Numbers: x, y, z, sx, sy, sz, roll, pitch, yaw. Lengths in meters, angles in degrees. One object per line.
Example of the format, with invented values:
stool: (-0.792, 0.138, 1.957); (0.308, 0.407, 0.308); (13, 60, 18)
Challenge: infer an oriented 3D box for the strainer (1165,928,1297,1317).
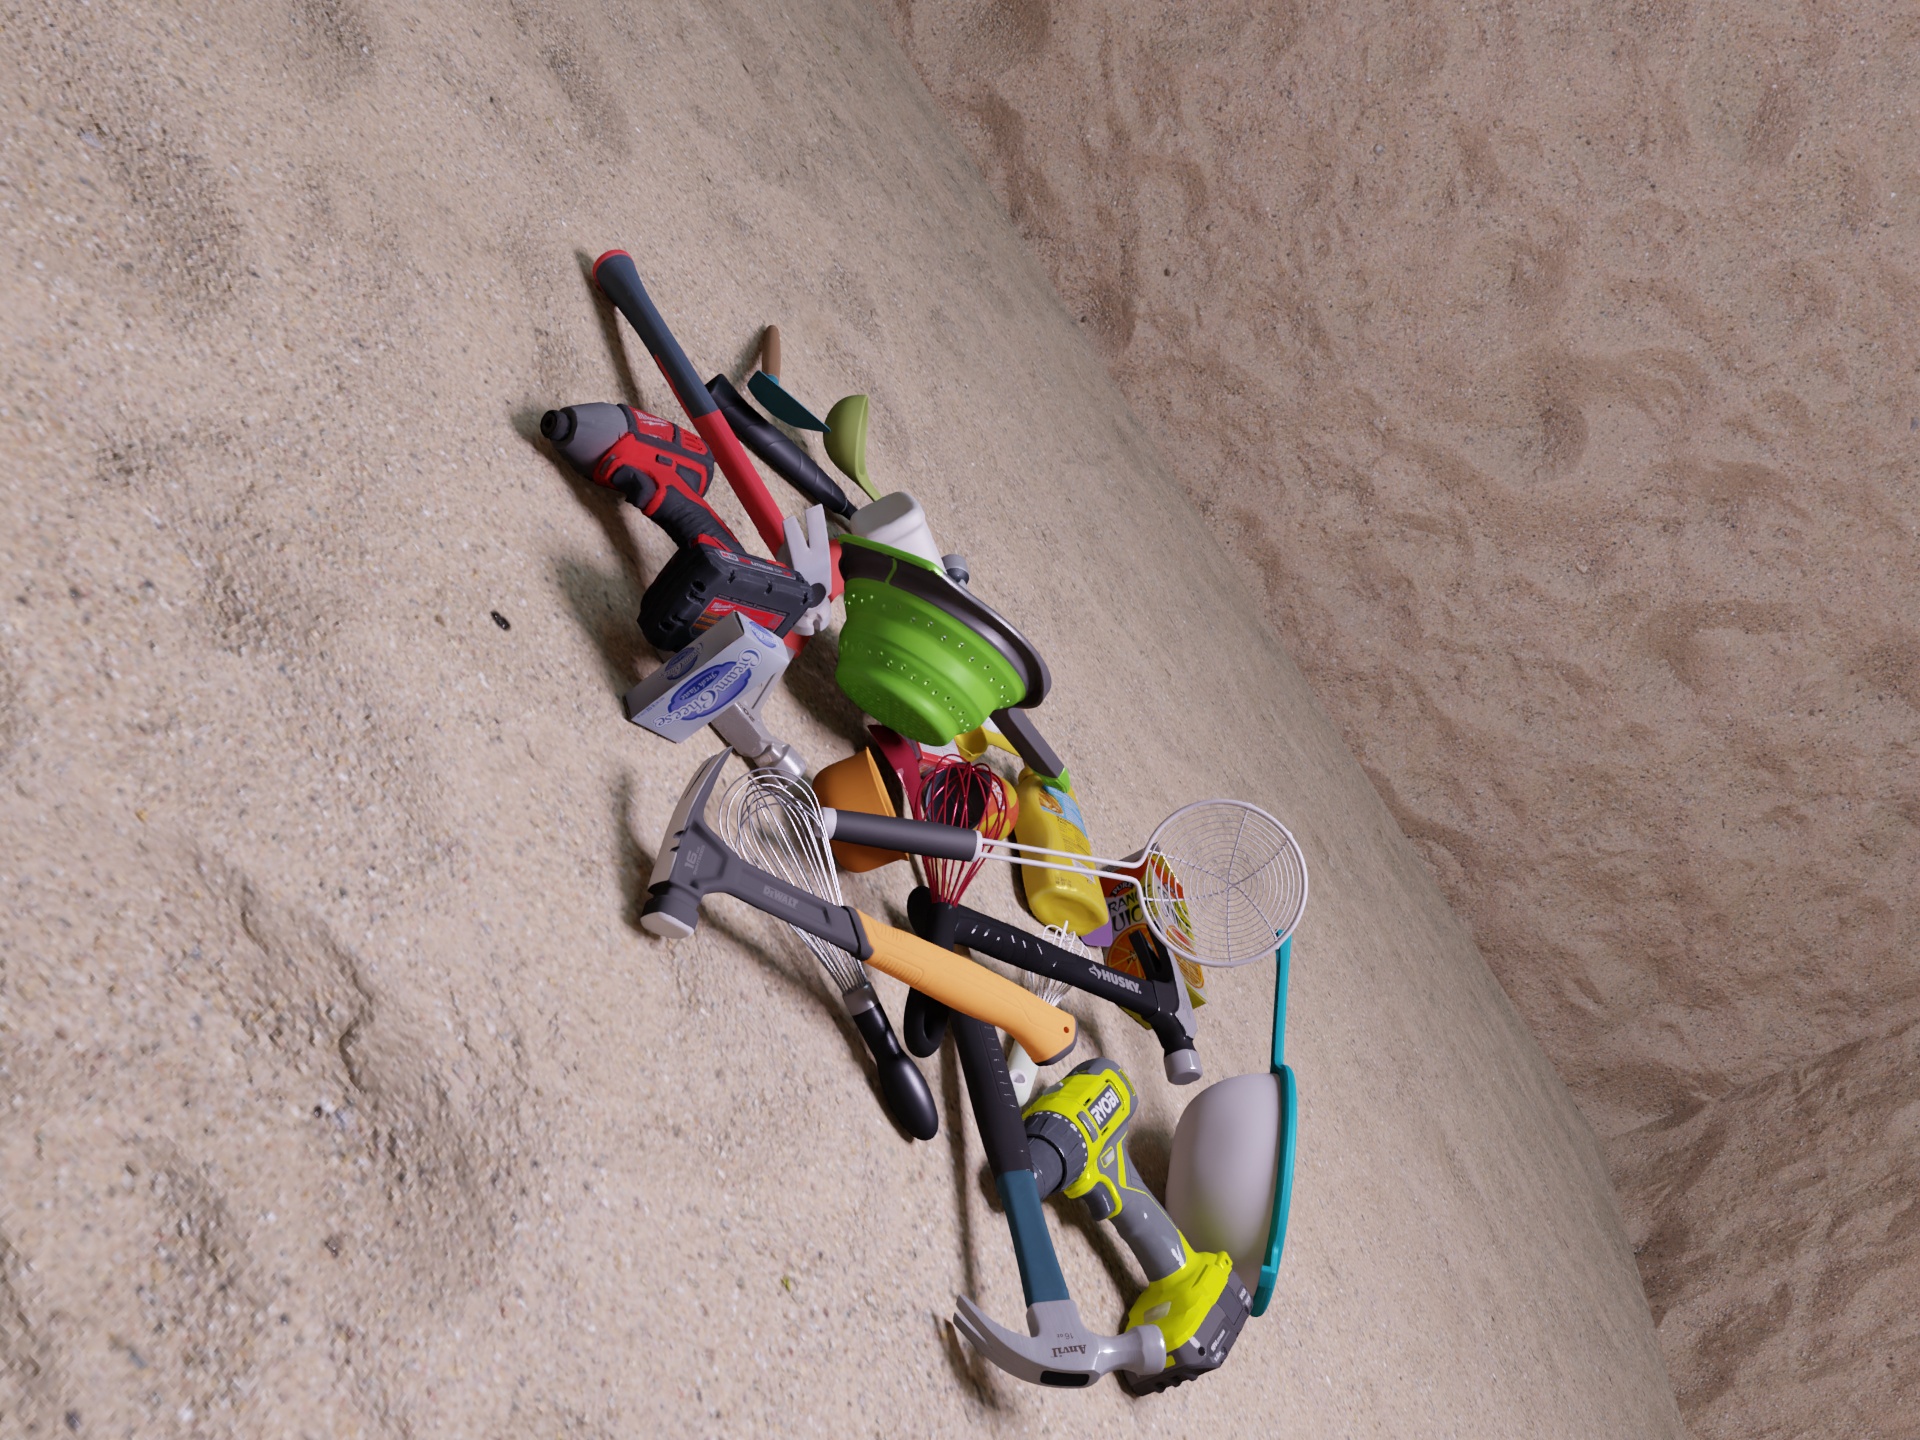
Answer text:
strainer: (0.236, 0.340, 1.400); (0.210, 0.095, 0.341); (86, 12, -63)

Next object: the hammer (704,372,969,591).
hammer: (-0.109, -0.200, 1.544); (0.408, 0.036, 0.149); (39, 30, -42)

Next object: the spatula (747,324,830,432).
spatula: (-0.171, -0.335, 1.508); (0.082, 0.044, 0.318); (37, 18, -23)

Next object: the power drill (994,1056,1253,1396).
power drill: (0.119, 0.390, 1.221); (0.228, 0.080, 0.190); (59, 27, 4)

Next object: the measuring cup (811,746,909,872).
measuring cup: (-0.075, 0.083, 1.242); (0.173, 0.052, 0.095); (76, -7, -73)

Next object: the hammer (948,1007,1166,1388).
hammer: (0.037, 0.313, 1.125); (0.331, 0.128, 0.033); (-108, -158, -49)

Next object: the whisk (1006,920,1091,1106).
whisk: (0.067, 0.246, 1.342); (0.058, 0.059, 0.246); (16, 27, 7)

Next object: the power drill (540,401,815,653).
power drill: (-0.210, -0.145, 1.140); (0.143, 0.078, 0.220); (13, 35, -52)

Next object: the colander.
colander: (-0.002, -0.004, 1.364); (0.205, 0.094, 0.396); (22, -17, 35)

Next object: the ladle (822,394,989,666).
ladle: (-0.035, -0.173, 1.554); (0.320, 0.062, 0.078); (56, 16, -18)

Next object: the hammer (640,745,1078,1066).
hammer: (-0.051, 0.144, 1.062); (0.336, 0.034, 0.127); (31, 55, -27)

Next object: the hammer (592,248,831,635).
hammer: (-0.203, -0.250, 1.265); (0.387, 0.038, 0.143); (58, -17, 24)

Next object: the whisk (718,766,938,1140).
whisk: (-0.082, 0.163, 1.099); (0.284, 0.070, 0.070); (63, 21, -2)

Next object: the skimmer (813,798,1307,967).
skimmer: (0.077, 0.101, 1.162); (0.363, 0.090, 0.127); (11, 83, -21)

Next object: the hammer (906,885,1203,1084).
hammer: (0.082, 0.199, 1.332); (0.334, 0.035, 0.146); (27, 41, -38)

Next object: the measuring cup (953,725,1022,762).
measuring cup: (0.030, 0.028, 1.524); (0.156, 0.029, 0.062); (20, 42, -42)

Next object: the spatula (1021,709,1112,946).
spatula: (0.095, 0.090, 1.637); (0.059, 0.018, 0.316); (10, 51, -43)

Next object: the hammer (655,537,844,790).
hammer: (-0.145, -0.083, 1.306); (0.149, 0.036, 0.359); (53, 22, -16)

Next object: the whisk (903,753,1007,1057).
whisk: (-0.010, 0.129, 1.188); (0.073, 0.073, 0.296); (48, 32, -28)

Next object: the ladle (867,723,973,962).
ladle: (-0.018, 0.140, 1.307); (0.069, 0.031, 0.316); (56, 15, -67)
